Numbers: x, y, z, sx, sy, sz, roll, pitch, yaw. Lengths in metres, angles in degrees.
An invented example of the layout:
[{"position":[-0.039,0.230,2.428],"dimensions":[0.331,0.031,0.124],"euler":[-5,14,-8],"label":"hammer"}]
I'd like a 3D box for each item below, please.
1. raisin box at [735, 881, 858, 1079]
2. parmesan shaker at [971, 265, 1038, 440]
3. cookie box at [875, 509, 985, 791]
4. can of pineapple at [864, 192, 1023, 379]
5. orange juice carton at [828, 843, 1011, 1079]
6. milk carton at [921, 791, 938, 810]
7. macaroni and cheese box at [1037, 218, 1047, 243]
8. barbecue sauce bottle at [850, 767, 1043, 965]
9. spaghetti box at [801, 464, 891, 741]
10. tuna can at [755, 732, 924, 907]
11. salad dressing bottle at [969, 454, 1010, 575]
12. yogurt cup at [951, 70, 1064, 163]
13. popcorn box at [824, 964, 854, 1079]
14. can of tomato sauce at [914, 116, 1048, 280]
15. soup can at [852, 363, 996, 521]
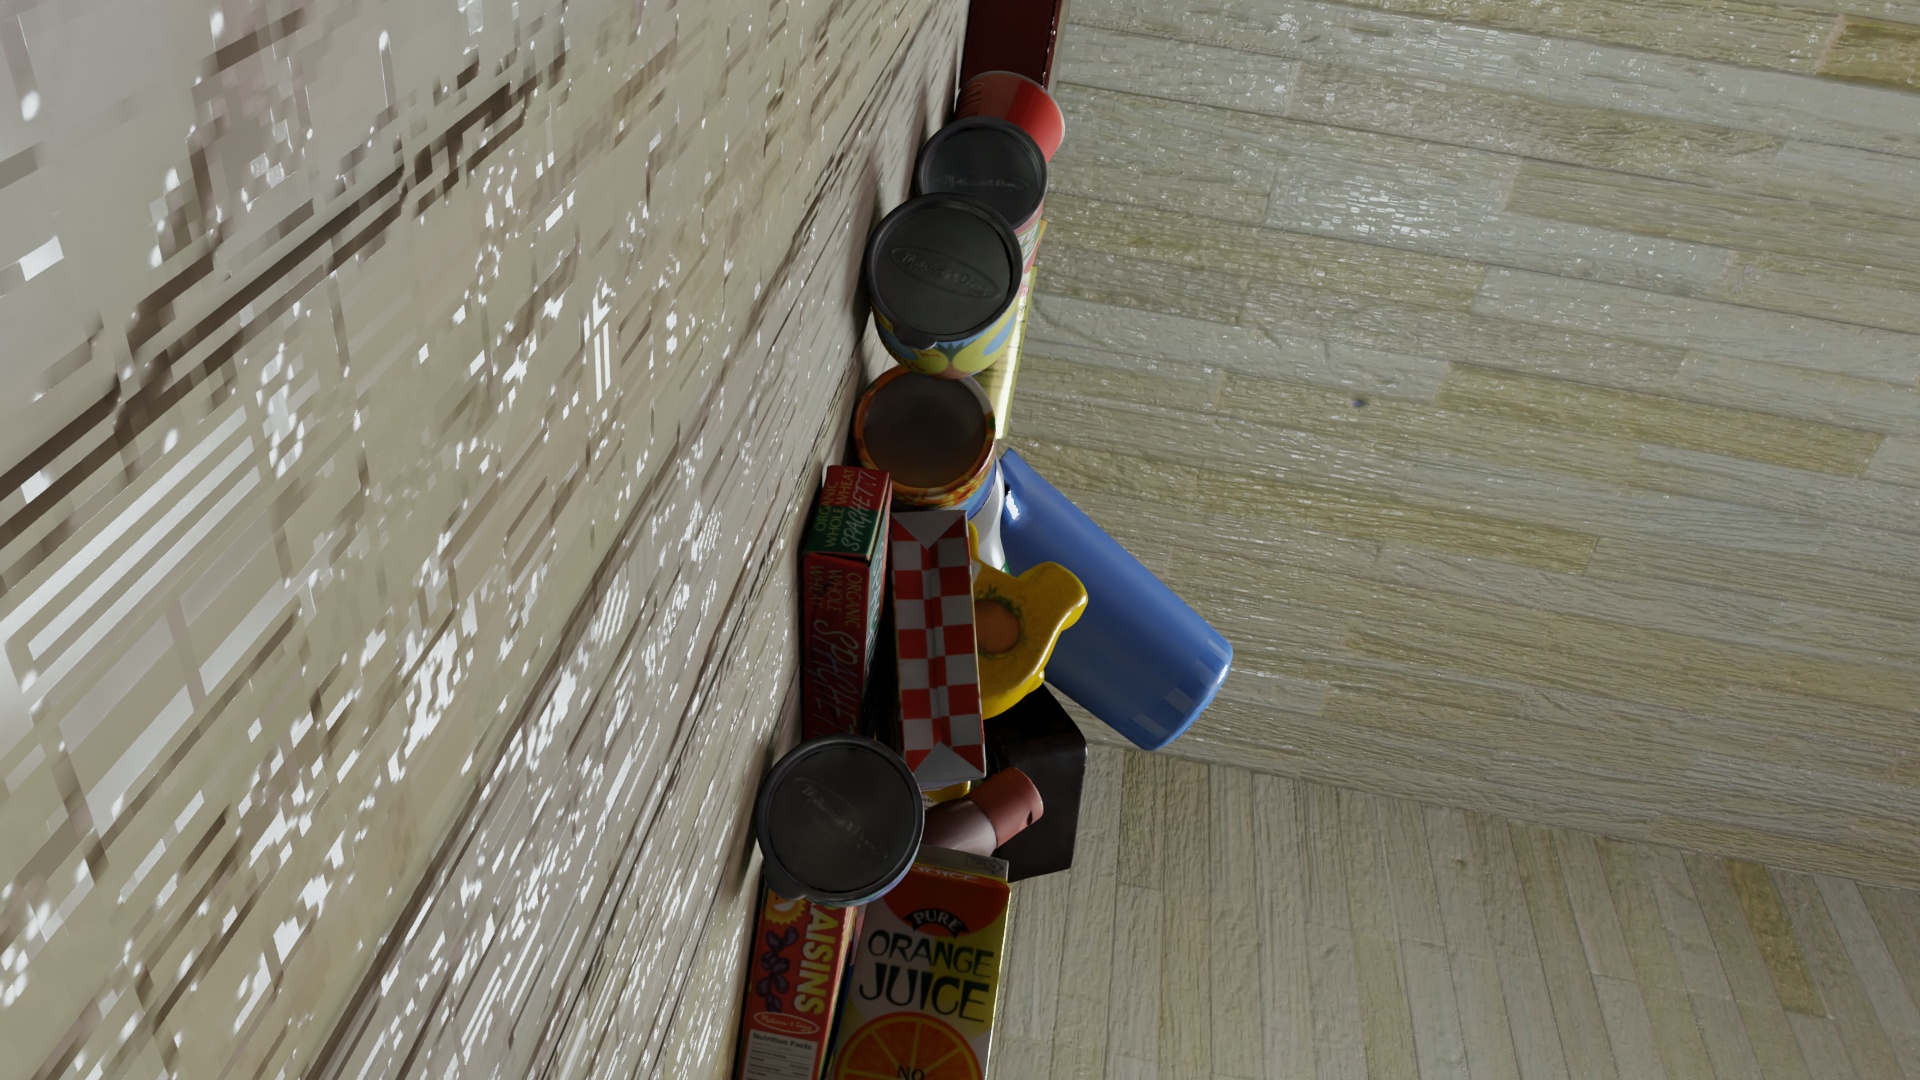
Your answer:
[{"position":[-0.071,0.189,0.646],"dimensions":[0.086,0.040,0.123],"euler":[-68,169,-76],"label":"raisin box"},{"position":[0.001,-0.116,0.814],"dimensions":[0.071,0.071,0.102],"euler":[-68,169,-79],"label":"parmesan shaker"},{"position":[-0.020,0.063,0.701],"dimensions":[0.167,0.040,0.123],"euler":[122,-35,-76],"label":"cookie box"},{"position":[-0.008,-0.107,0.602],"dimensions":[0.057,0.071,0.071],"euler":[88,12,-79],"label":"can of pineapple"},{"position":[-0.021,0.233,0.693],"dimensions":[0.194,0.072,0.072],"euler":[-78,179,-48],"label":"orange juice carton"},{"position":[-0.037,0.194,1.038],"dimensions":[0.191,0.073,0.072],"euler":[-77,177,-53],"label":"milk carton"},{"position":[0.015,-0.166,0.936],"dimensions":[0.167,0.040,0.123],"euler":[-66,179,-77],"label":"macaroni and cheese box"},{"position":[-0.018,0.185,0.812],"dimensions":[0.149,0.044,0.064],"euler":[-30,145,-28],"label":"barbecue sauce bottle"},{"position":[-0.054,0.064,0.646],"dimensions":[0.248,0.029,0.050],"euler":[97,3,-51],"label":"spaghetti box"},{"position":[-0.050,0.115,0.558],"dimensions":[0.032,0.071,0.071],"euler":[97,4,-70],"label":"tuna can"},{"position":[0.003,-0.011,0.903],"dimensions":[0.044,0.064,0.147],"euler":[-106,179,-52],"label":"salad dressing bottle"},{"position":[0.022,-0.233,0.818],"dimensions":[0.072,0.072,0.054],"euler":[96,13,-59],"label":"yogurt cup"},{"position":[-0.078,0.281,0.878],"dimensions":[0.085,0.038,0.126],"euler":[-77,176,-65],"label":"popcorn box"},{"position":[0.011,-0.171,0.731],"dimensions":[0.083,0.071,0.071],"euler":[92,8,-77],"label":"can of tomato sauce"},{"position":[-0.017,-0.041,0.664],"dimensions":[0.083,0.071,0.071],"euler":[83,17,-80],"label":"soup can"}]
